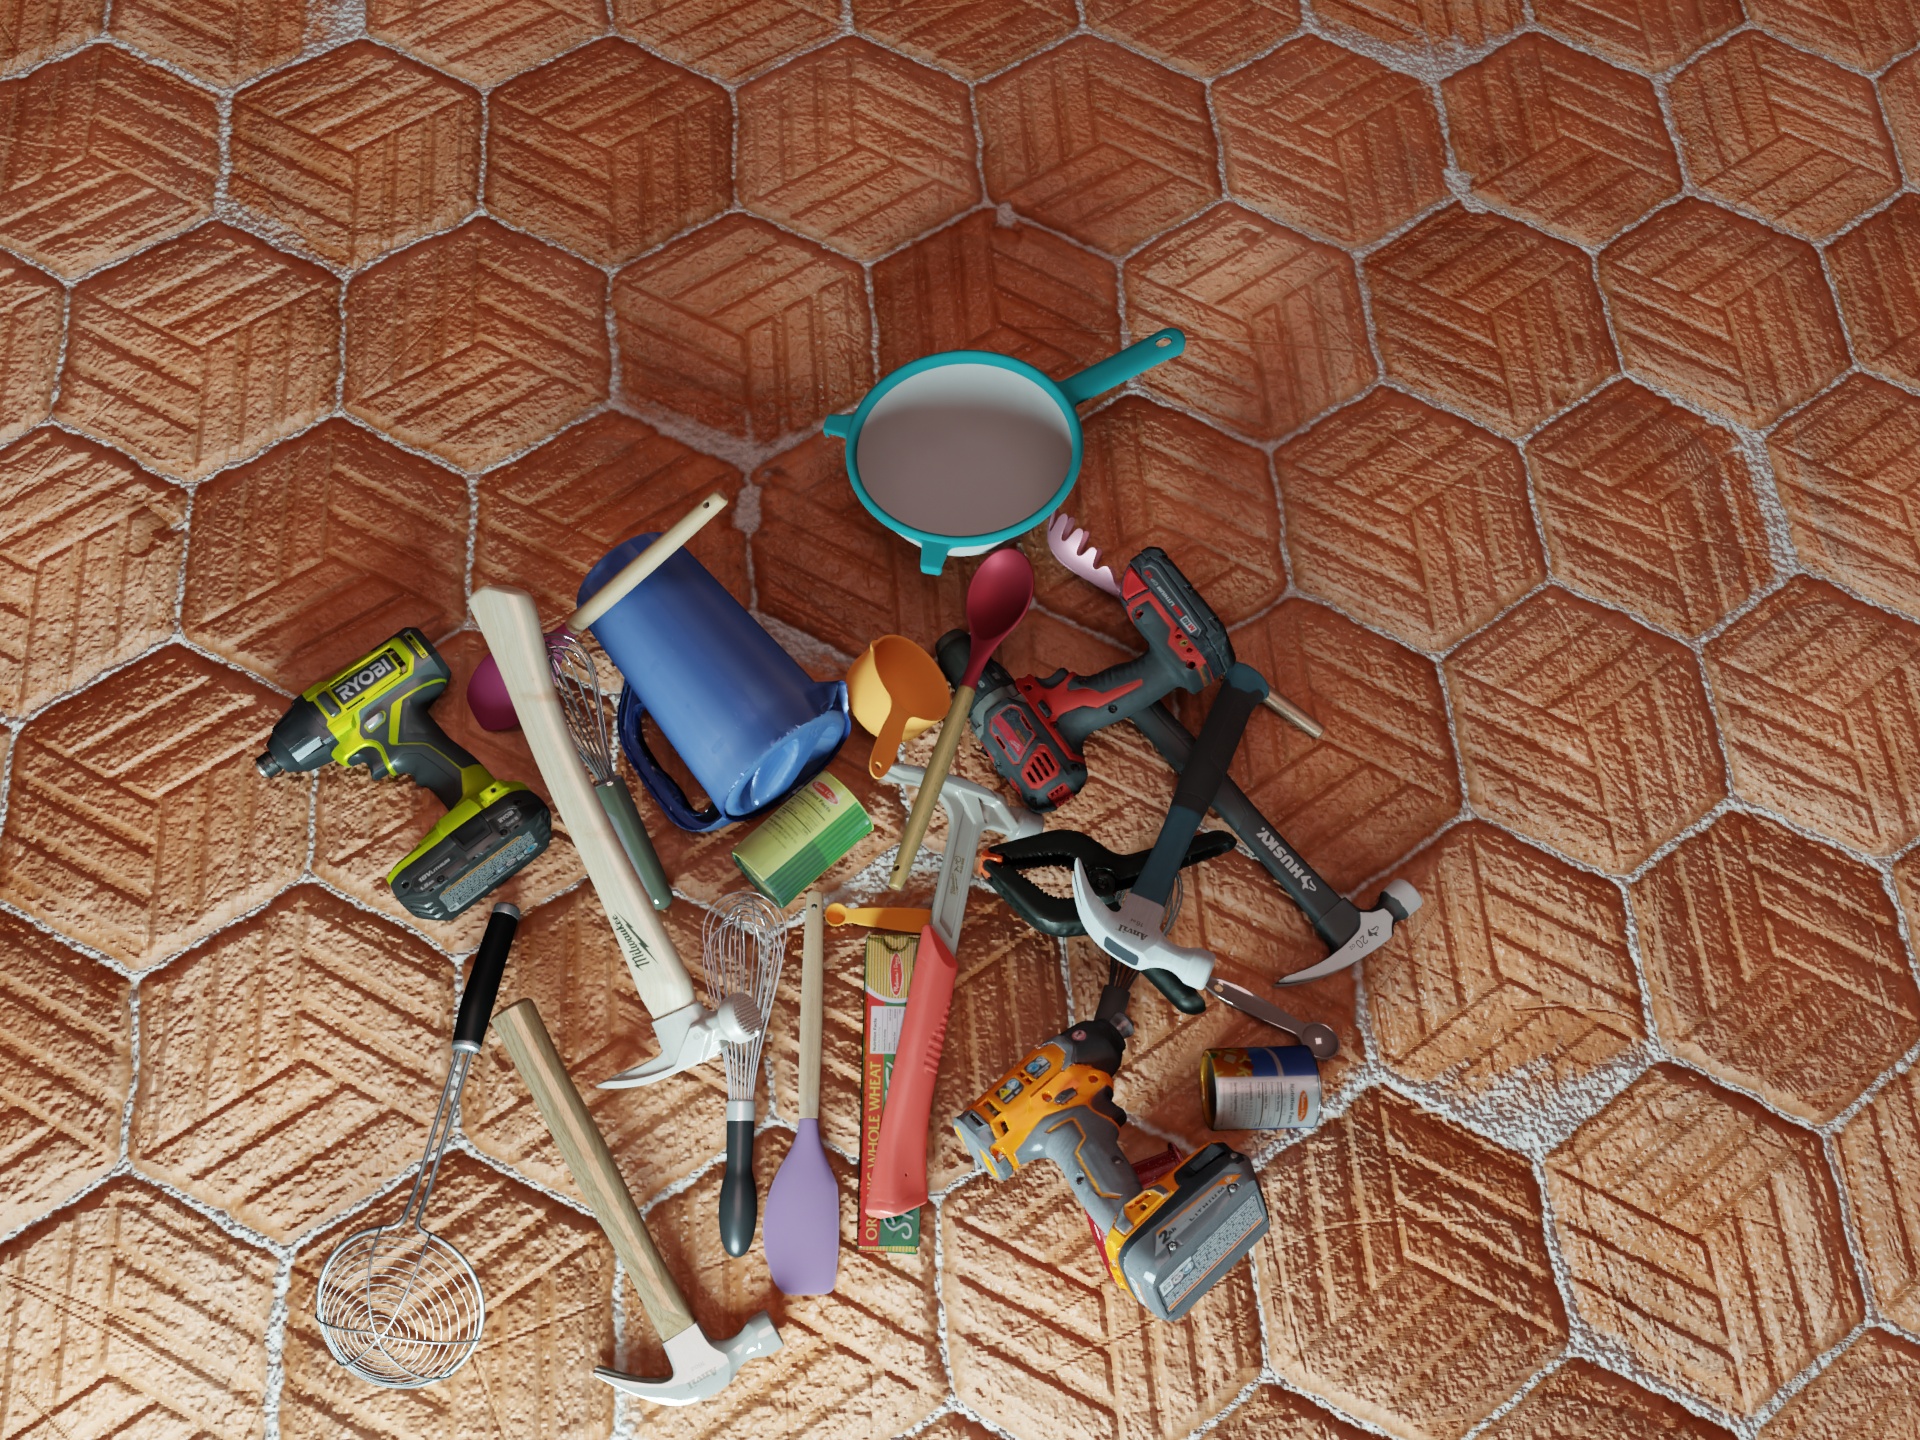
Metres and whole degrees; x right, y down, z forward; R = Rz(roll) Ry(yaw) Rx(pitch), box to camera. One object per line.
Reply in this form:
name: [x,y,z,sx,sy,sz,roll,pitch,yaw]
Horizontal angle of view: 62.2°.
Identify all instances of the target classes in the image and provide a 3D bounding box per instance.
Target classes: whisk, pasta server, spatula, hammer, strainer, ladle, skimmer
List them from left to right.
skimmer: [-0.398,0.323,1.242,0.127,0.090,0.364,7,59,2]
hammer: [-0.300,0.086,1.255,0.146,0.038,0.411,-27,85,21]
whisk: [-0.294,0.044,1.309,0.059,0.058,0.246,-26,97,-27]
hammer: [-0.272,0.366,1.219,0.130,0.031,0.331,-29,80,-13]
whisk: [-0.173,0.277,1.264,0.070,0.070,0.285,0,75,-5]
spatula: [-0.123,0.293,1.276,0.059,0.018,0.316,2,73,-3]
hammer: [-0.032,0.213,1.275,0.149,0.036,0.359,20,64,-16]
ladle: [-0.002,-0.004,1.326,0.069,0.031,0.316,2,62,38]
strainer: [0.059,-0.256,1.454,0.340,0.095,0.211,-29,65,-12]
whisk: [0.132,0.225,1.315,0.055,0.055,0.239,19,73,3]
pasta server: [0.201,-0.087,1.439,0.316,0.060,0.040,36,100,6]
hammer: [0.191,0.069,1.309,0.128,0.033,0.331,21,49,13]
hammer: [0.234,0.079,1.381,0.146,0.035,0.335,-37,76,-17]

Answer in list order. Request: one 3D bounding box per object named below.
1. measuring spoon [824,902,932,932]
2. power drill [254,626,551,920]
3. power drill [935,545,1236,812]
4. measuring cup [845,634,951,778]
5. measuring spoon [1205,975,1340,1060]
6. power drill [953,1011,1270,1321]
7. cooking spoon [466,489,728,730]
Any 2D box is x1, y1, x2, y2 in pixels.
measuring spoon: [-0.056,0.168,1.339,0.117,0.011,0.021,5,69,-6]
power drill: [-0.461,0.050,1.317,0.171,0.080,0.223,-38,73,-16]
power drill: [0.102,-0.051,1.375,0.226,0.080,0.188,-37,65,3]
measuring cup: [-0.065,0.002,1.338,0.095,0.052,0.174,40,37,-18]
measuring spoon: [0.258,0.249,1.331,0.124,0.018,0.034,27,49,13]
power drill: [0.121,0.316,1.186,0.164,0.084,0.227,-38,41,-19]
cooking spoon: [-0.304,-0.091,1.312,0.319,0.017,0.069,-36,77,23]
